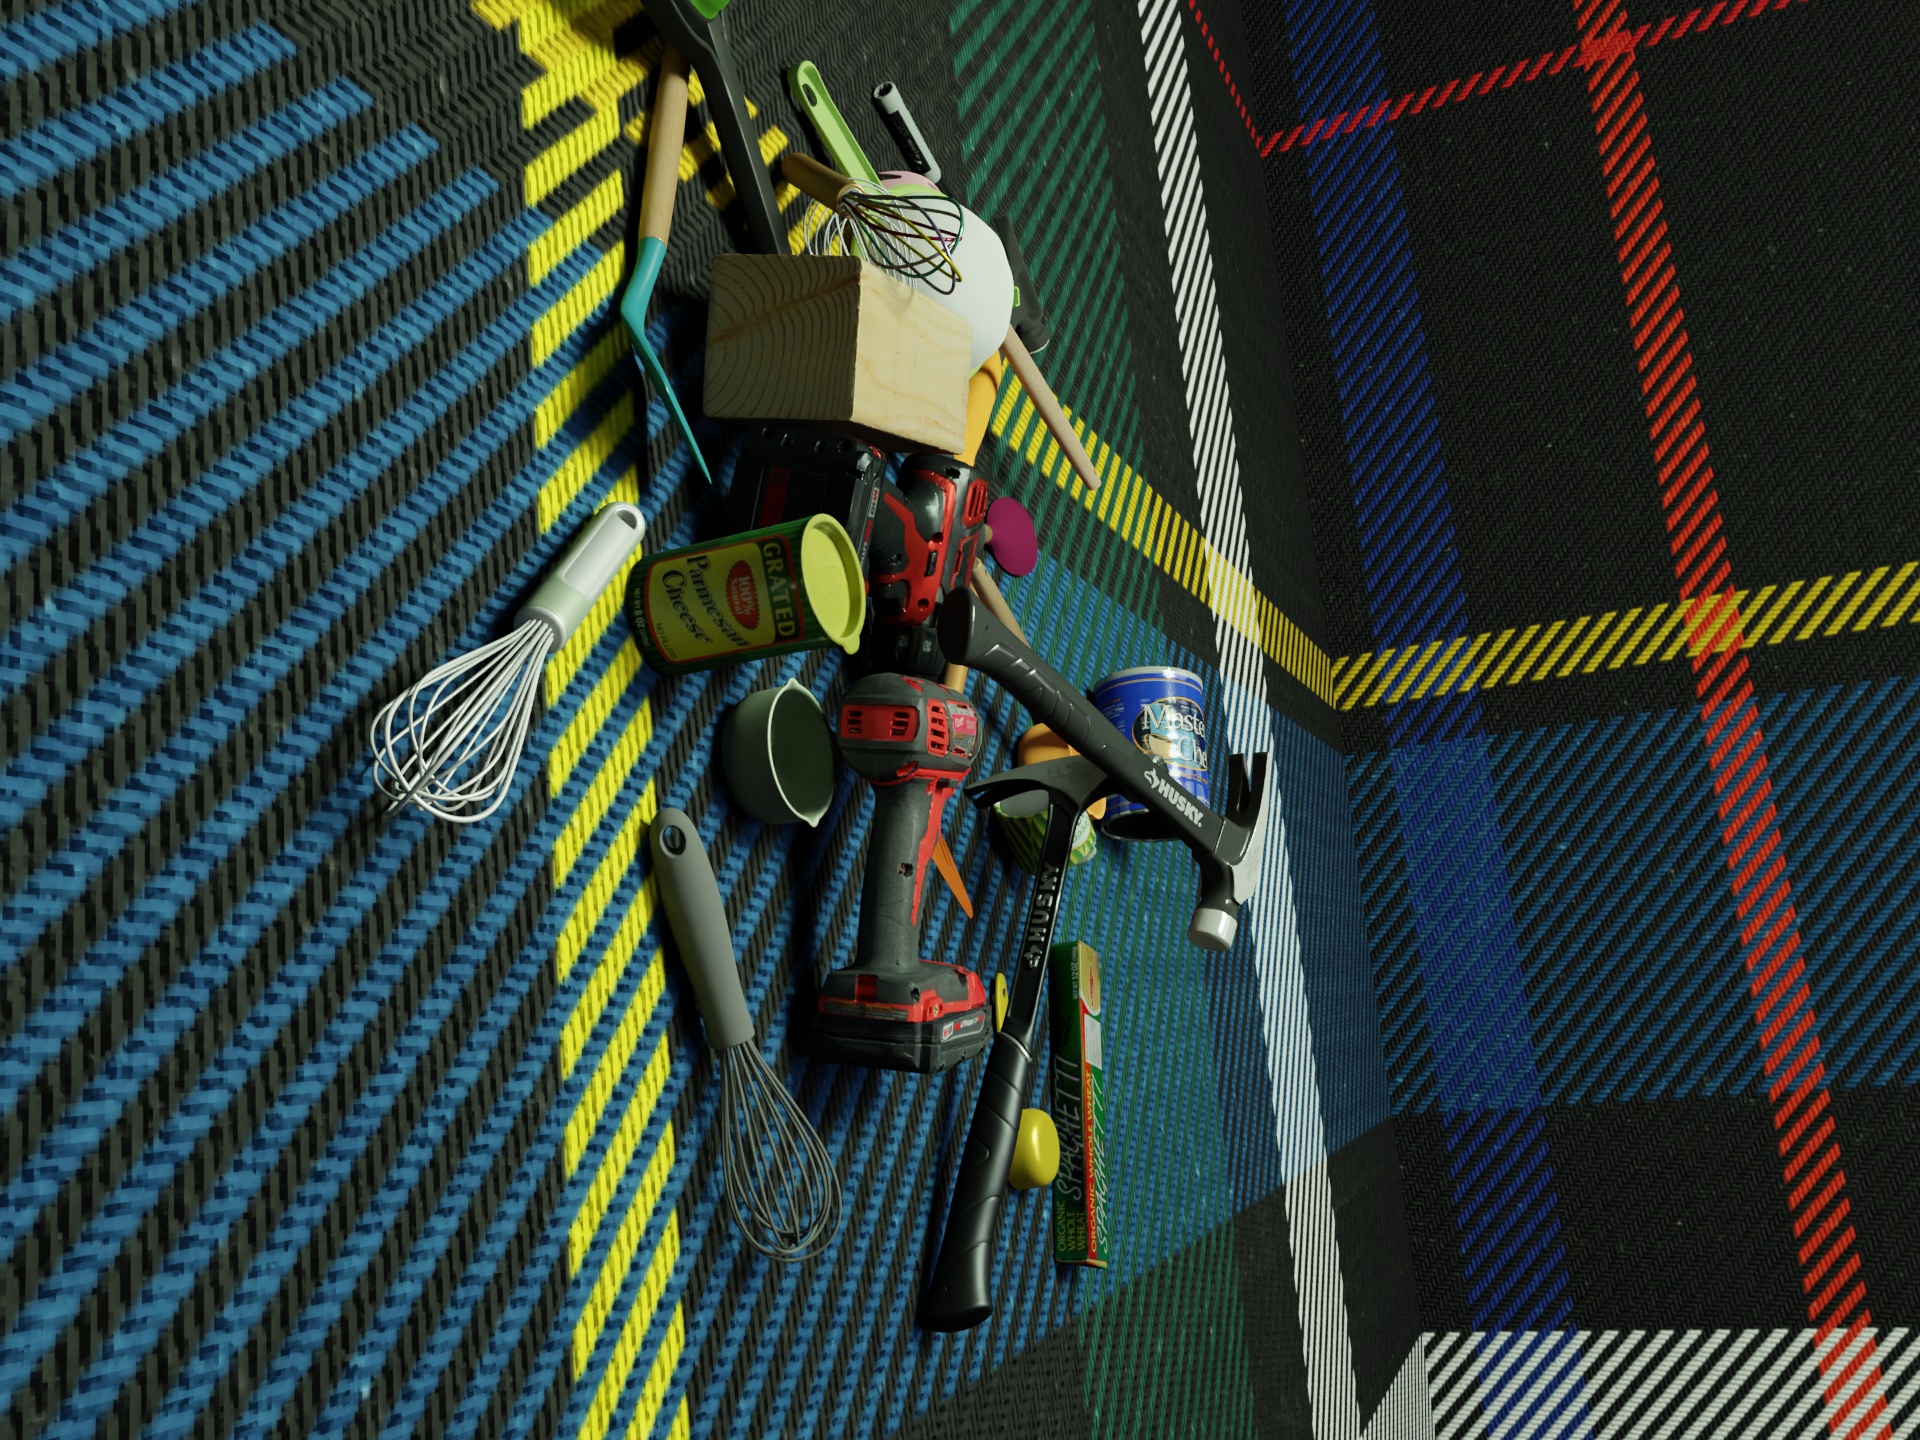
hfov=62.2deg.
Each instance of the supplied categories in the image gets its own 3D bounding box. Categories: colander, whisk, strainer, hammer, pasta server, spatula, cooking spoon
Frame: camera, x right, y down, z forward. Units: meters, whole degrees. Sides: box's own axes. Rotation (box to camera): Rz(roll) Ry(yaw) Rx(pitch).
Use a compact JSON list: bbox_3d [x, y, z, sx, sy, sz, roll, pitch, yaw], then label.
[{"bbox_3d":[-0.113,-0.409,0.890,0.205,0.094,0.396,-90,167,-50],"label":"colander"},{"bbox_3d":[-0.185,-0.036,0.690,0.057,0.059,0.246,41,31,-16],"label":"whisk"},{"bbox_3d":[-0.111,0.157,0.792,0.055,0.055,0.239,-31,106,-67],"label":"whisk"},{"bbox_3d":[-0.031,-0.354,1.124,0.256,0.069,0.151,54,54,-33],"label":"strainer"},{"bbox_3d":[-0.037,-0.239,1.110,0.070,0.070,0.284,-69,144,-52],"label":"whisk"},{"bbox_3d":[0.102,0.016,1.057,0.334,0.035,0.146,39,60,-34],"label":"hammer"},{"bbox_3d":[0.035,0.199,1.068,0.036,0.149,0.409,54,43,-48],"label":"hammer"},{"bbox_3d":[0.030,-0.305,1.272,0.316,0.040,0.060,54,36,-33],"label":"pasta server"},{"bbox_3d":[-0.154,-0.277,0.866,0.082,0.044,0.318,73,15,-62],"label":"spatula"},{"bbox_3d":[-0.058,-0.311,0.956,0.047,0.245,0.051,6,116,-32],"label":"whisk"},{"bbox_3d":[0.019,-0.290,1.313,0.337,0.034,0.127,-74,148,-47],"label":"hammer"},{"bbox_3d":[0.010,-0.147,1.253,0.319,0.017,0.069,-16,95,-68],"label":"cooking spoon"},{"bbox_3d":[-0.002,-0.004,1.135,0.323,0.041,0.080,-79,150,-43],"label":"spatula"},{"bbox_3d":[0.056,-0.039,1.299,0.315,0.018,0.060,58,31,-55],"label":"spatula"}]

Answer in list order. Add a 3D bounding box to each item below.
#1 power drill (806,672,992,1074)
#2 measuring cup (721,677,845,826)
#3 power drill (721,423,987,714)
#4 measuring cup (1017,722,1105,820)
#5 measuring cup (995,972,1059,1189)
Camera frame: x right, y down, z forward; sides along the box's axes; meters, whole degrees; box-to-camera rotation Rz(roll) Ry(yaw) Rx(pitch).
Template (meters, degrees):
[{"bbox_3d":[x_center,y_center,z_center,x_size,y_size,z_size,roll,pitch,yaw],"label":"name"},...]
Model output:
[{"bbox_3d":[-0.027,0.086,0.927,0.143,0.078,0.220,10,82,-71],"label":"power drill"},{"bbox_3d":[-0.087,0.018,0.921,0.167,0.038,0.083,-6,87,-70],"label":"measuring cup"},{"bbox_3d":[-0.057,-0.077,0.954,0.226,0.080,0.188,0,102,-68],"label":"power drill"},{"bbox_3d":[0.063,0.017,1.272,0.173,0.052,0.095,55,28,-42],"label":"measuring cup"},{"bbox_3d":[0.047,0.262,1.157,0.062,0.029,0.156,3,80,-68],"label":"measuring cup"}]
